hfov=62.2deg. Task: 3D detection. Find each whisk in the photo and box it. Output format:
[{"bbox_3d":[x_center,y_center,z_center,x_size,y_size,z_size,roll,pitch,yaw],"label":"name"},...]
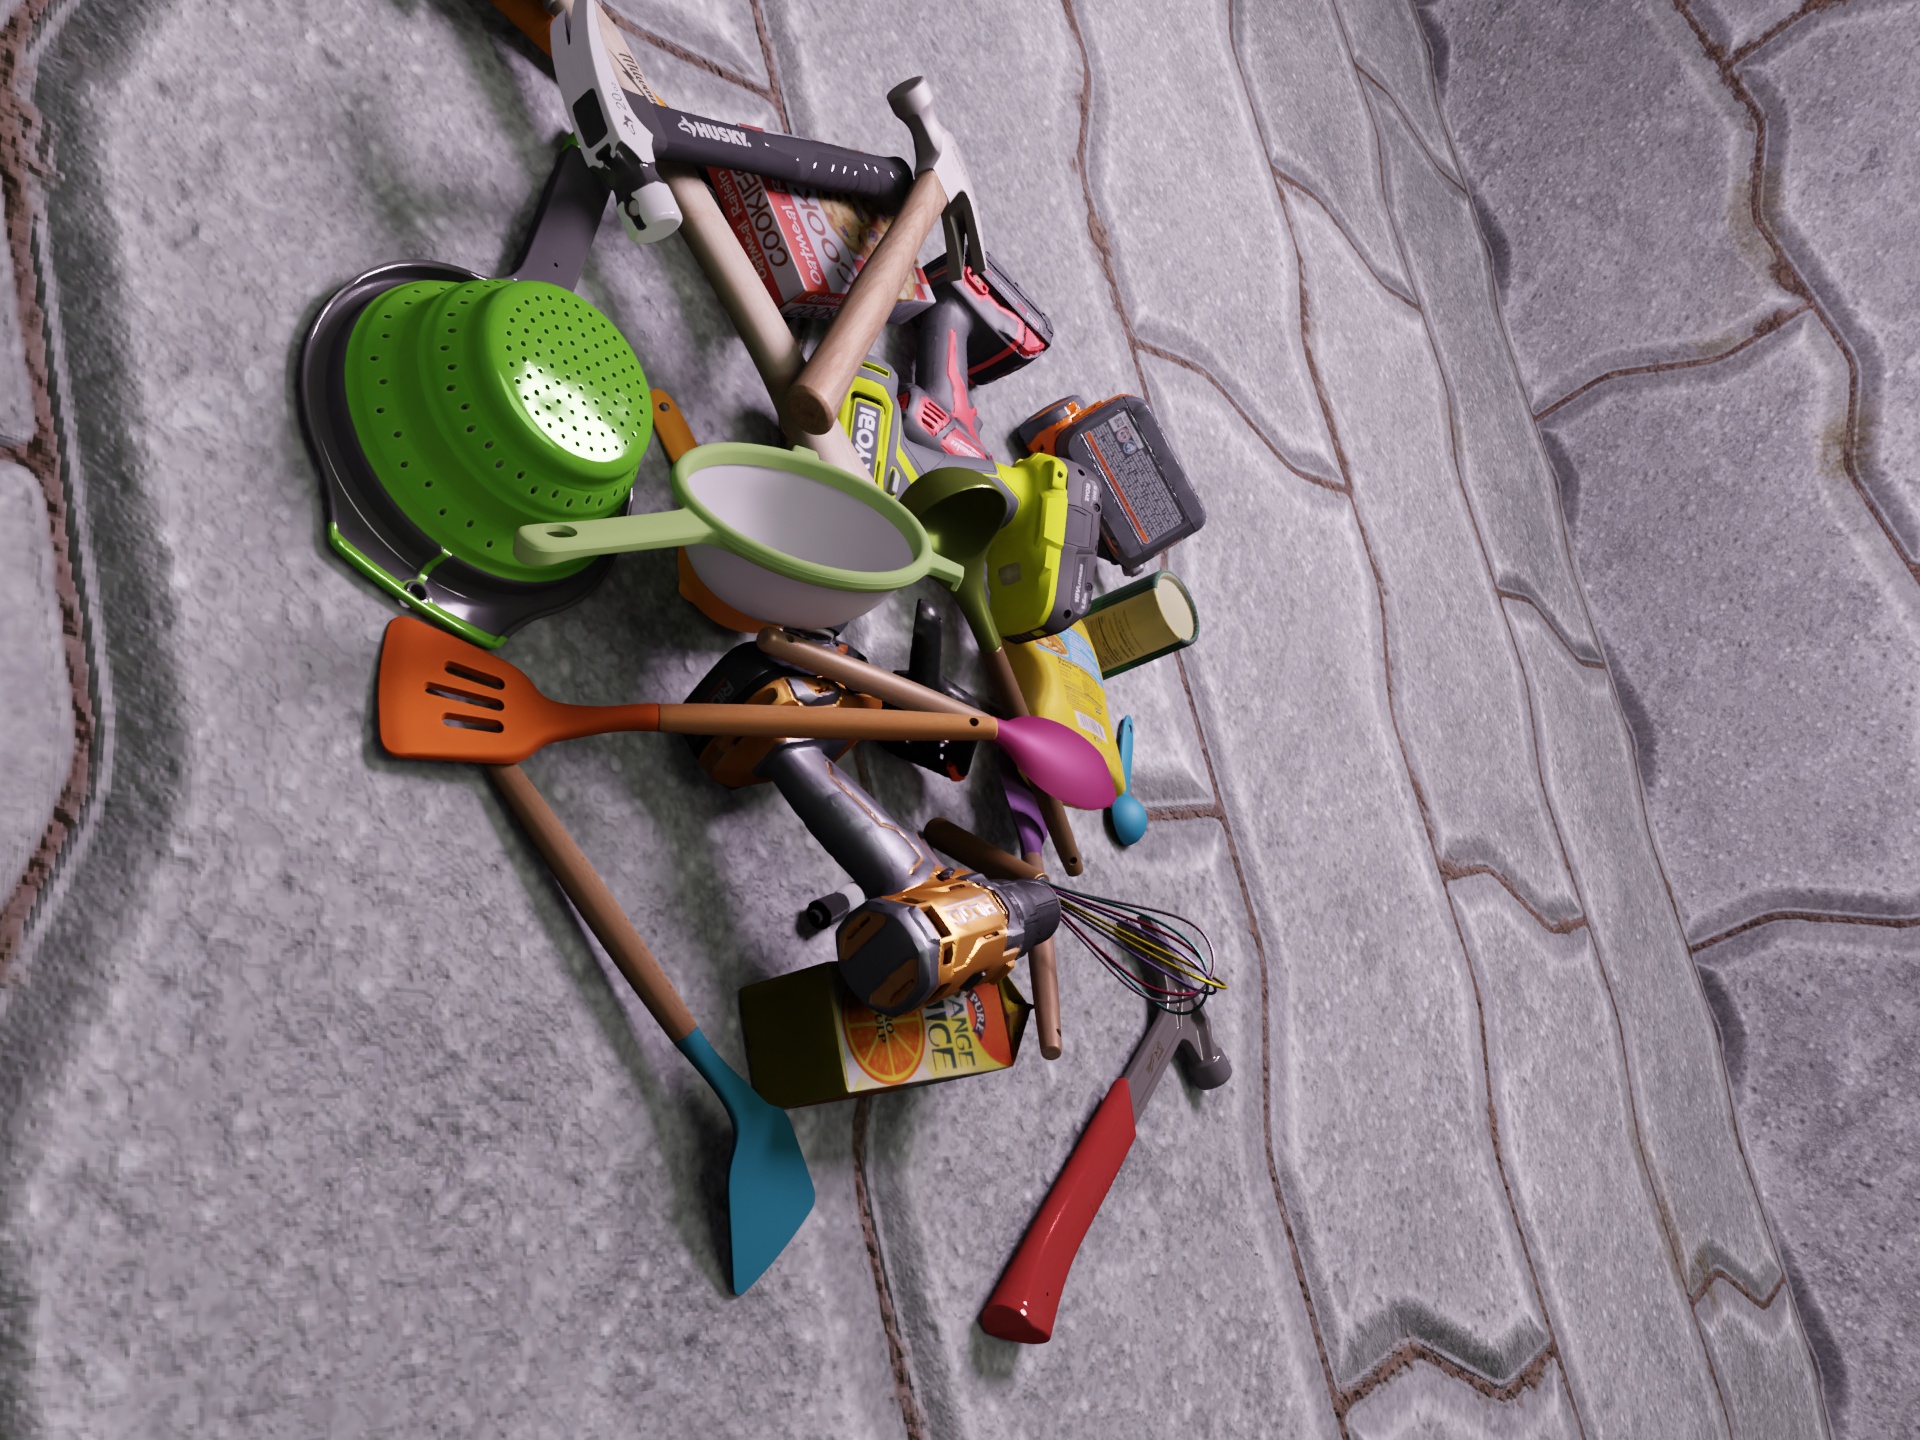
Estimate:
[{"bbox_3d":[0.067,0.117,1.005,0.047,0.245,0.051,-17,122,-42],"label":"whisk"}]

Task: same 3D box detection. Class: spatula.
[{"bbox_3d":[0.048,0.109,1.074,0.059,0.018,0.316,47,21,-27],"label":"spatula"},{"bbox_3d":[-0.166,0.146,0.829,0.317,0.044,0.082,58,35,-6],"label":"spatula"},{"bbox_3d":[-0.133,-0.005,0.833,0.322,0.041,0.081,2,59,-16],"label":"spatula"}]

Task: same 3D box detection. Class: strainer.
[{"bbox_3d":[-0.131,-0.083,0.852,0.152,0.069,0.256,40,34,29],"label":"strainer"}]

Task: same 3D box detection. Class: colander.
[{"bbox_3d":[-0.225,-0.230,0.892,0.204,0.094,0.397,39,44,-36],"label":"colander"}]

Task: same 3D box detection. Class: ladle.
[{"bbox_3d":[0.033,-0.022,1.061,0.320,0.078,0.062,69,-9,-25],"label":"ladle"}]

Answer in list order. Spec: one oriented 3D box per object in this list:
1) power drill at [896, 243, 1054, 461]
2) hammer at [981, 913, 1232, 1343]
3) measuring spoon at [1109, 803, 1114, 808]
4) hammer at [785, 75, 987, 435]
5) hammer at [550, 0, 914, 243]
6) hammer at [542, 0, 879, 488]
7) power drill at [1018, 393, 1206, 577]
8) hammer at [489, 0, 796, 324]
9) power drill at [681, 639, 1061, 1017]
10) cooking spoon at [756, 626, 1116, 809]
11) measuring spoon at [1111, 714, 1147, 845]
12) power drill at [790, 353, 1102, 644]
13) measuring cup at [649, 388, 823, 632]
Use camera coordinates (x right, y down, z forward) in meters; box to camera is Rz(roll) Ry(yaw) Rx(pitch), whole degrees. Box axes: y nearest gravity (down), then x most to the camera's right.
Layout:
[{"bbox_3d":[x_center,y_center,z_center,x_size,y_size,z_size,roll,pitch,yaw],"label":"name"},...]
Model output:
[{"bbox_3d":[0.003,-0.252,1.238,0.143,0.078,0.220,40,46,-33],"label":"power drill"},{"bbox_3d":[0.098,0.283,1.100,0.149,0.037,0.359,61,34,-10],"label":"hammer"},{"bbox_3d":[0.092,0.028,1.261,0.116,0.011,0.021,55,32,-25],"label":"measuring spoon"},{"bbox_3d":[-0.048,-0.294,1.049,0.129,0.031,0.332,58,35,-35],"label":"hammer"},{"bbox_3d":[-0.127,-0.366,1.014,0.335,0.035,0.146,-21,86,-59],"label":"hammer"},{"bbox_3d":[-0.153,-0.305,0.999,0.410,0.038,0.146,61,31,-3],"label":"hammer"},{"bbox_3d":[0.123,-0.183,1.284,0.164,0.084,0.226,59,-1,-12],"label":"power drill"},{"bbox_3d":[-0.214,-0.403,1.059,0.336,0.034,0.127,36,44,-38],"label":"hammer"},{"bbox_3d":[-0.042,0.059,0.931,0.226,0.084,0.185,53,26,18],"label":"power drill"},{"bbox_3d":[-0.002,-0.003,0.973,0.318,0.017,0.069,21,44,-44],"label":"cooking spoon"},{"bbox_3d":[0.143,0.045,1.304,0.042,0.021,0.129,52,34,-42],"label":"measuring spoon"},{"bbox_3d":[-0.018,-0.129,1.094,0.228,0.080,0.191,15,75,-33],"label":"power drill"},{"bbox_3d":[-0.143,-0.140,0.973,0.095,0.052,0.174,-24,83,-32],"label":"measuring cup"}]
